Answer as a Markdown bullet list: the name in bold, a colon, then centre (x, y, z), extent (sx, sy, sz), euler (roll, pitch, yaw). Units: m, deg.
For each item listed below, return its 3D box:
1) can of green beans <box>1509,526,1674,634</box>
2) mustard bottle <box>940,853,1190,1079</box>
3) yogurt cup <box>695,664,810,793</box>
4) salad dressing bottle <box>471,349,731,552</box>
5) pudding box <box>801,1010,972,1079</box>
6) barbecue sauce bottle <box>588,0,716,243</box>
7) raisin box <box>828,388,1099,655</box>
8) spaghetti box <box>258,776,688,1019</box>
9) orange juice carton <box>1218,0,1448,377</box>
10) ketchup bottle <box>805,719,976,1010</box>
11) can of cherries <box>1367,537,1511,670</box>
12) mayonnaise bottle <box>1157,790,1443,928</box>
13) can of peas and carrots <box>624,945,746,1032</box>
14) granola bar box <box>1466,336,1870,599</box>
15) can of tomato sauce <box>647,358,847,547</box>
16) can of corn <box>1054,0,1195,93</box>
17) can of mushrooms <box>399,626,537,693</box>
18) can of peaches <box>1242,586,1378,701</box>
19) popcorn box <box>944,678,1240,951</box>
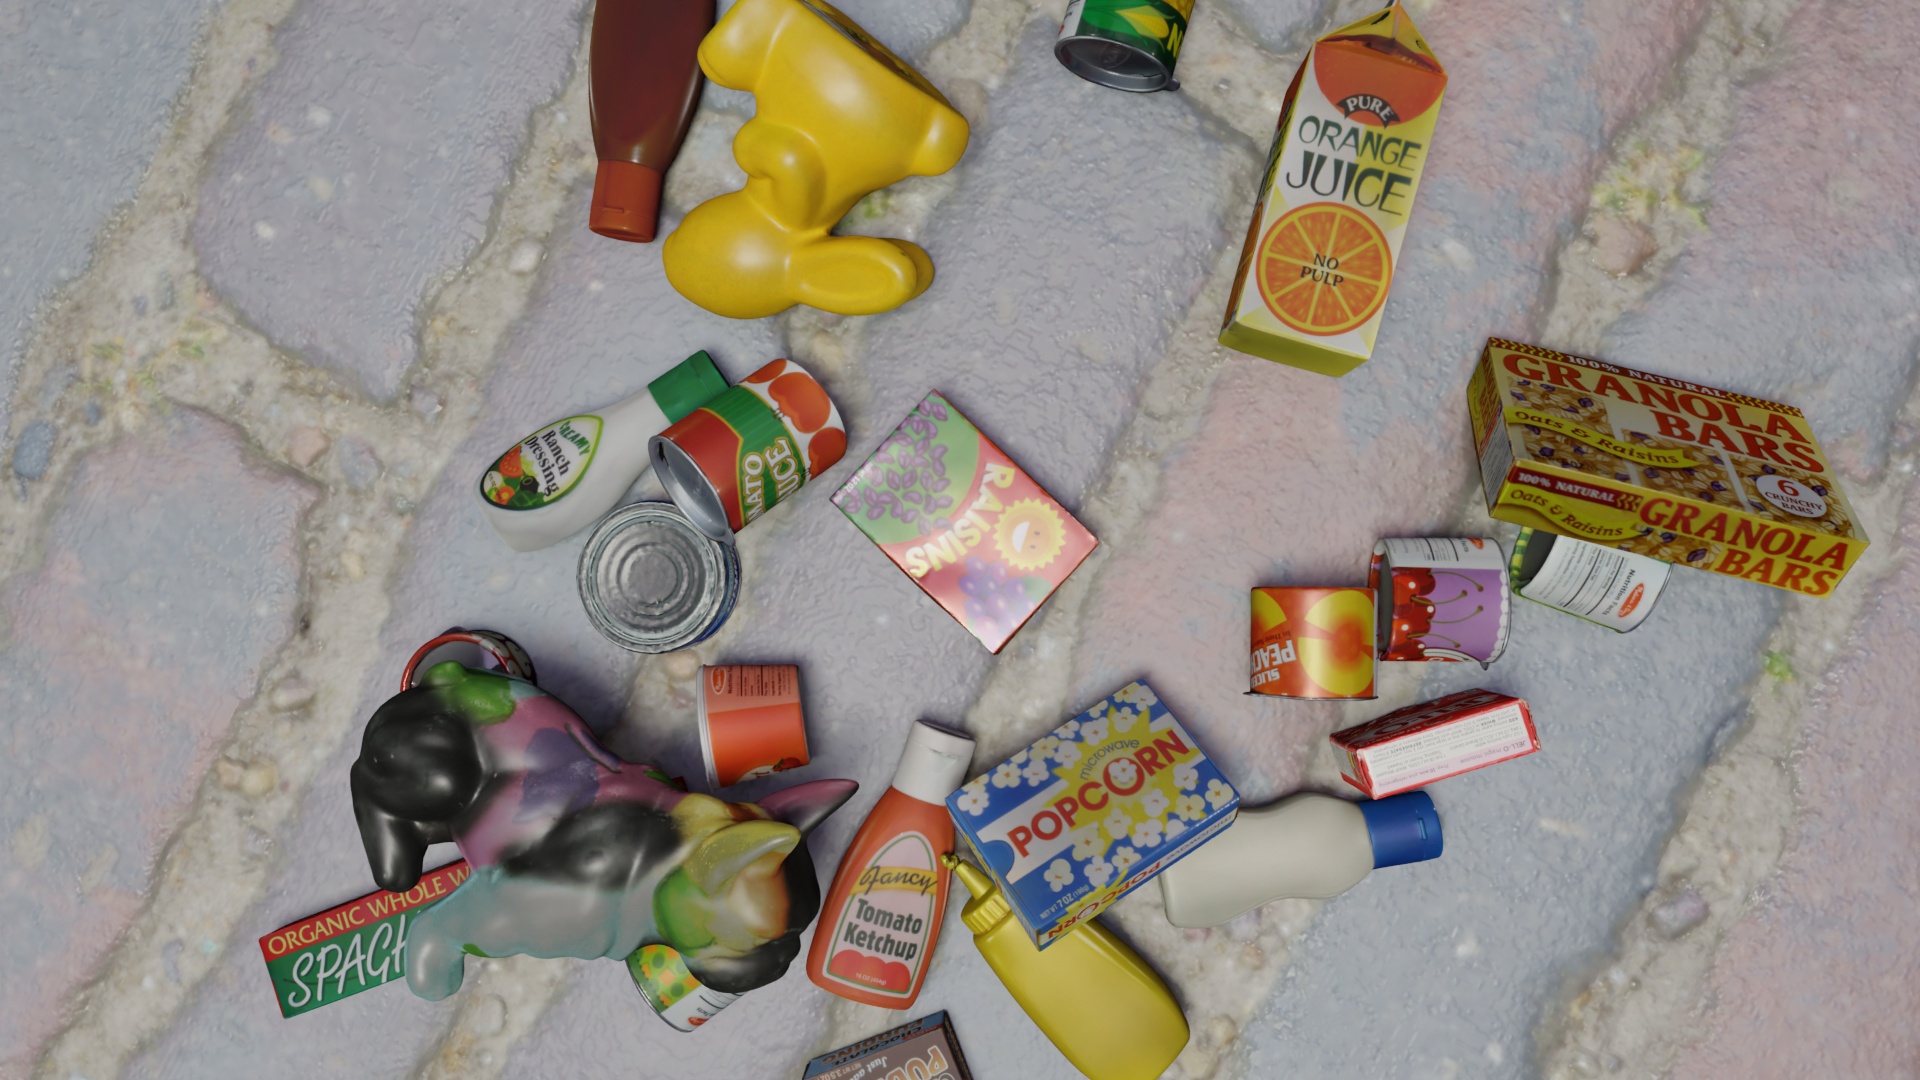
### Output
- **can of green beans**: centre (0.328, 0.008, 0.724), extent (0.058, 0.071, 0.071), euler (20, 90, 4)
- **mustard bottle**: centre (0.049, 0.219, 0.736), extent (0.065, 0.049, 0.160), euler (-44, 92, -2)
- **yogurt cup**: centre (-0.111, 0.097, 0.748), extent (0.054, 0.072, 0.072), euler (-7, 88, -5)
- **salad dressing bottle**: centre (-0.193, -0.051, 0.764), extent (0.148, 0.043, 0.064), euler (-33, 55, -4)
- **pudding box**: centre (-0.038, 0.296, 0.753), extent (0.084, 0.030, 0.049), euler (-21, 88, 3)
- **barbecue sauce bottle**: centre (-0.178, -0.243, 0.774), extent (0.065, 0.043, 0.148), euler (9, 89, 4)
- **raisin box**: centre (0.003, -0.009, 0.757), extent (0.123, 0.040, 0.086), euler (43, 90, 5)
- **spaghetti box**: centre (-0.264, 0.198, 0.770), extent (0.250, 0.028, 0.050), euler (-21, 86, 2)
- **orange juice carton**: centre (0.200, -0.191, 0.736), extent (0.073, 0.072, 0.192), euler (16, 89, 3)
- **ketchup bottle**: centre (-0.032, 0.172, 0.750), extent (0.065, 0.043, 0.149), euler (19, 89, -9)
- **can of cherries**: centre (0.249, 0.034, 0.728), extent (0.058, 0.071, 0.071), euler (0, 88, 3)
- **mayonnaise bottle**: centre (0.178, 0.164, 0.740), extent (0.148, 0.041, 0.065), euler (-10, 81, 2)
- **can of peas and carrots**: centre (-0.139, 0.216, 0.744), extent (0.059, 0.071, 0.071), euler (-35, 87, 1)
- **granola bar box**: centre (0.347, -0.040, 0.700), extent (0.166, 0.125, 0.038), euler (14, 128, 4)
- **can of tomato sauce**: centre (-0.111, -0.047, 0.736), extent (0.083, 0.071, 0.071), euler (-38, 86, -26)
- **can of corn**: centre (0.093, -0.282, 0.748), extent (0.071, 0.071, 0.058), euler (17, 89, 4)
- **can of mushrooms**: centre (-0.275, 0.081, 0.772), extent (0.071, 0.033, 0.071), euler (0, 89, 4)
- **can of peaches**: centre (0.183, 0.053, 0.730), extent (0.071, 0.071, 0.058), euler (1, 88, 3)
- **popcorn box**: centre (0.068, 0.139, 0.715), extent (0.127, 0.038, 0.085), euler (-29, 59, -15)
